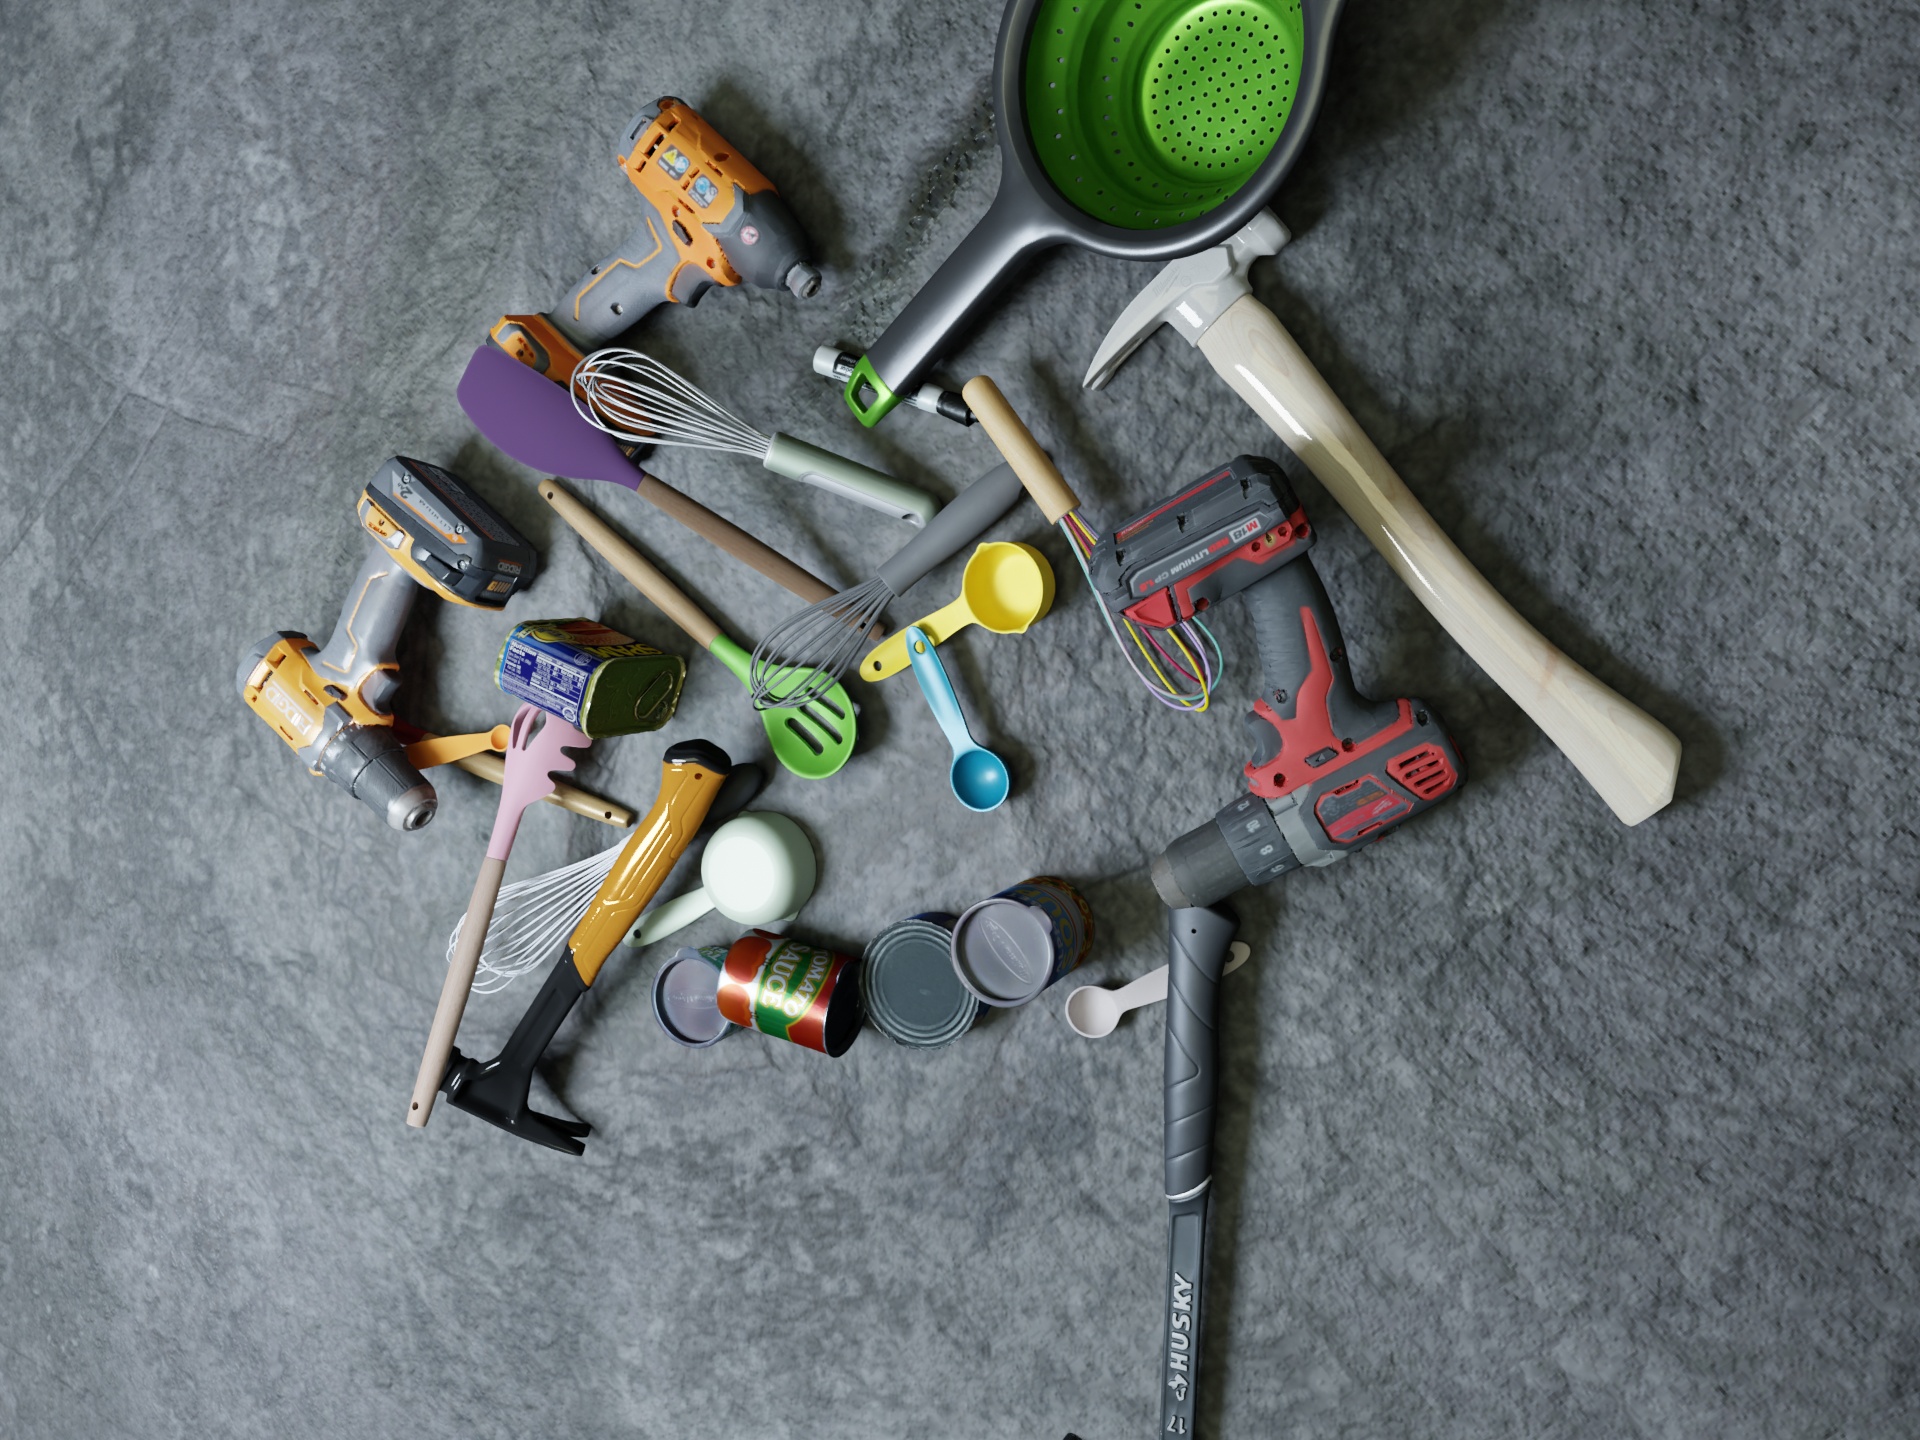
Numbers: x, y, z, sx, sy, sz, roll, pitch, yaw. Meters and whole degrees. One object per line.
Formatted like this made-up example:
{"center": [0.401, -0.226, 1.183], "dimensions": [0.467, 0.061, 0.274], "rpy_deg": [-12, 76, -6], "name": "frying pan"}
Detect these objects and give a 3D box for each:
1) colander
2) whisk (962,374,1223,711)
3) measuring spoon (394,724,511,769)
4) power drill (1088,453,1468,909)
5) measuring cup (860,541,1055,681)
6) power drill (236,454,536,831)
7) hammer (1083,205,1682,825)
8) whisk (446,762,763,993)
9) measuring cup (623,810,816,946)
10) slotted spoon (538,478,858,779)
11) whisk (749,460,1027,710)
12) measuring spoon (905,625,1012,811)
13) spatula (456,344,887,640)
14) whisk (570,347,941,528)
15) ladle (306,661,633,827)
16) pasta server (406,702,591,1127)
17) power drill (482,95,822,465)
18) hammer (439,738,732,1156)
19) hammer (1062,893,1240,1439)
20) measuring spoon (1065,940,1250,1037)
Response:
{"center": [0.075, -0.314, 0.935], "dimensions": [0.397, 0.094, 0.204], "rpy_deg": [-42, 75, 33], "name": "colander"}
{"center": [0.079, -0.108, 0.957], "dimensions": [0.051, 0.047, 0.245], "rpy_deg": [-36, 85, 13], "name": "whisk"}
{"center": [-0.373, 0.022, 1.161], "dimensions": [0.117, 0.011, 0.021], "rpy_deg": [-12, 75, 20], "name": "measuring spoon"}
{"center": [0.154, -0.012, 0.891], "dimensions": [0.188, 0.080, 0.226], "rpy_deg": [-29, 103, 12], "name": "power drill"}
{"center": [-0.003, -0.064, 1.021], "dimensions": [0.156, 0.029, 0.062], "rpy_deg": [-29, 84, 34], "name": "measuring cup"}
{"center": [-0.399, -0.050, 1.137], "dimensions": [0.185, 0.084, 0.226], "rpy_deg": [41, 101, 17], "name": "power drill"}
{"center": [0.243, -0.103, 0.904], "dimensions": [0.146, 0.038, 0.411], "rpy_deg": [-43, 78, 21], "name": "hammer"}
{"center": [-0.252, 0.105, 1.119], "dimensions": [0.284, 0.070, 0.070], "rpy_deg": [-33, 82, 16], "name": "whisk"}
{"center": [-0.177, 0.122, 1.094], "dimensions": [0.167, 0.038, 0.083], "rpy_deg": [-29, 83, 20], "name": "measuring cup"}
{"center": [-0.183, -0.071, 1.090], "dimensions": [0.314, 0.031, 0.070], "rpy_deg": [41, 108, 17], "name": "slotted spoon"}
{"center": [-0.043, -0.086, 1.005], "dimensions": [0.239, 0.055, 0.055], "rpy_deg": [-40, 79, 6], "name": "whisk"}
{"center": [-0.002, -0.003, 1.018], "dimensions": [0.042, 0.021, 0.128], "rpy_deg": [-26, 87, 30], "name": "measuring spoon"}
{"center": [-0.185, -0.138, 1.032], "dimensions": [0.316, 0.018, 0.059], "rpy_deg": [31, 111, -4], "name": "spatula"}
{"center": [-0.127, -0.174, 1.006], "dimensions": [0.246, 0.057, 0.059], "rpy_deg": [21, 72, -6], "name": "whisk"}
{"center": [-0.376, 0.023, 1.178], "dimensions": [0.315, 0.031, 0.069], "rpy_deg": [19, 97, 18], "name": "ladle"}
{"center": [-0.324, 0.124, 1.102], "dimensions": [0.060, 0.040, 0.316], "rpy_deg": [9, 79, 30], "name": "pasta server"}
{"center": [-0.202, -0.273, 1.054], "dimensions": [0.164, 0.084, 0.226], "rpy_deg": [44, 105, 12], "name": "power drill"}
{"center": [-0.243, 0.154, 1.091], "dimensions": [0.127, 0.034, 0.336], "rpy_deg": [30, 110, -12], "name": "hammer"}
{"center": [0.135, 0.304, 0.976], "dimensions": [0.149, 0.036, 0.409], "rpy_deg": [4, 97, 24], "name": "hammer"}
{"center": [0.123, 0.163, 0.989], "dimensions": [0.124, 0.018, 0.034], "rpy_deg": [-25, 93, 16], "name": "measuring spoon"}
